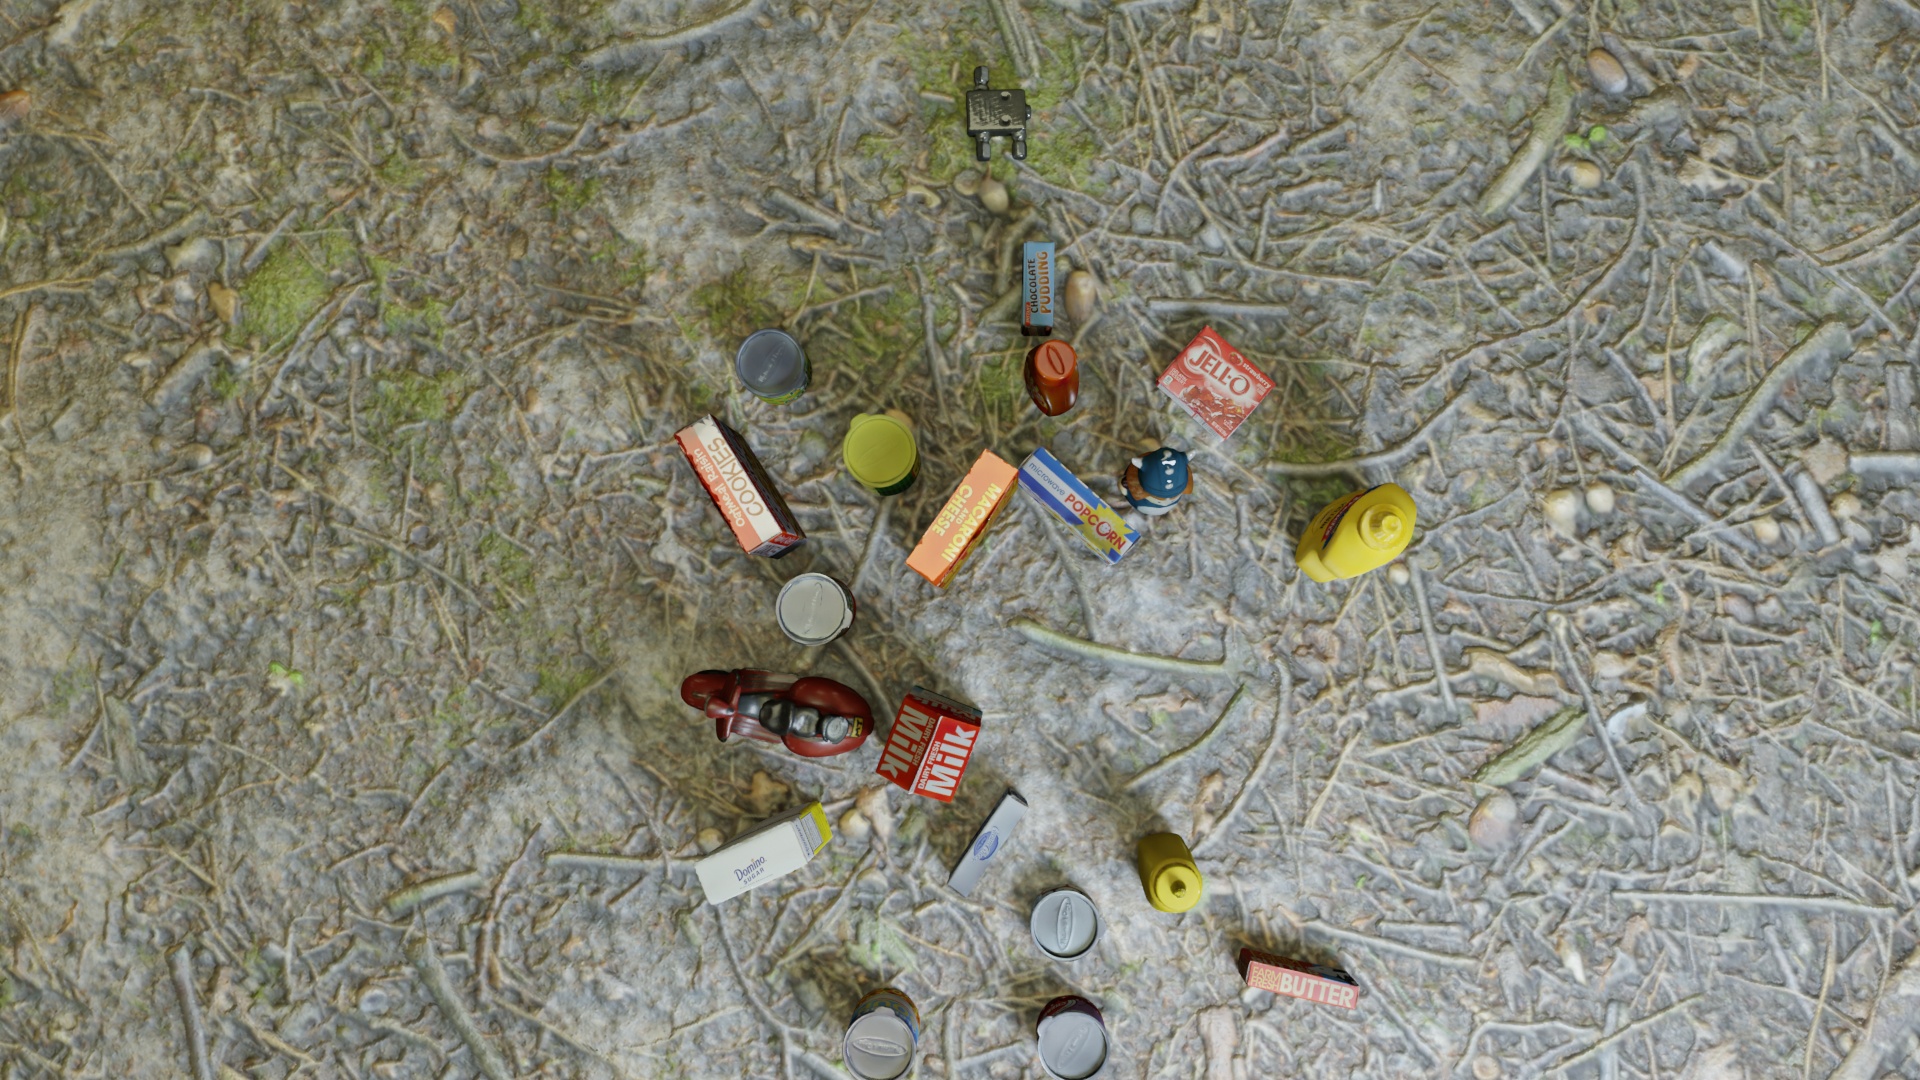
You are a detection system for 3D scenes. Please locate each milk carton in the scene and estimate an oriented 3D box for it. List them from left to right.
[{"bbox_3d":[-0.026,0.181,1.239,0.073,0.190,0.072,21,88,2],"label":"milk carton"}]

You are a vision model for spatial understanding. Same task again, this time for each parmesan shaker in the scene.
[{"bbox_3d":[-0.073,-0.081,1.298,0.071,0.103,0.071,0,87,1],"label":"parmesan shaker"}]

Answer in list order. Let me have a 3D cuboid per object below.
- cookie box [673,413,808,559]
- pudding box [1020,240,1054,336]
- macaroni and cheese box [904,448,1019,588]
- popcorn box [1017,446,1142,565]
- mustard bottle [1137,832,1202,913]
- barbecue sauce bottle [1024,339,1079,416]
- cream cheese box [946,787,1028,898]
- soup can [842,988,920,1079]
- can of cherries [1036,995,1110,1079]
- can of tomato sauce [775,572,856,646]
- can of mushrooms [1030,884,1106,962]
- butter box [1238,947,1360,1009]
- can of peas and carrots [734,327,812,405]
[{"bbox_3d":[-0.198,-0.045,1.266,0.040,0.167,0.123,-33,87,0],"label":"cookie box"},{"bbox_3d":[0.074,-0.241,1.330,0.030,0.049,0.083,1,87,1],"label":"pudding box"},{"bbox_3d":[0.005,-0.016,1.261,0.040,0.166,0.124,35,89,3],"label":"macaroni and cheese box"},{"bbox_3d":[0.108,-0.031,1.300,0.127,0.085,0.038,42,89,3],"label":"popcorn box"},{"bbox_3d":[0.189,0.303,1.243,0.049,0.160,0.065,-9,87,1],"label":"mustard bottle"},{"bbox_3d":[0.085,-0.154,1.276,0.044,0.148,0.065,-24,87,0],"label":"barbecue sauce bottle"},{"bbox_3d":[0.025,0.282,1.301,0.024,0.053,0.104,35,88,3],"label":"cream cheese box"},{"bbox_3d":[-0.071,0.453,1.278,0.071,0.084,0.071,0,87,1],"label":"soup can"},{"bbox_3d":[0.102,0.459,1.287,0.071,0.058,0.071,0,87,1],"label":"can of cherries"},{"bbox_3d":[-0.132,0.064,1.301,0.071,0.083,0.071,0,87,1],"label":"can of tomato sauce"},{"bbox_3d":[0.100,0.359,1.305,0.071,0.033,0.071,0,87,1],"label":"can of mushrooms"},{"bbox_3d":[0.312,0.406,1.288,0.103,0.053,0.024,12,88,2],"label":"butter box"},{"bbox_3d":[-0.175,-0.164,1.327,0.071,0.058,0.071,0,87,1],"label":"can of peas and carrots"}]
